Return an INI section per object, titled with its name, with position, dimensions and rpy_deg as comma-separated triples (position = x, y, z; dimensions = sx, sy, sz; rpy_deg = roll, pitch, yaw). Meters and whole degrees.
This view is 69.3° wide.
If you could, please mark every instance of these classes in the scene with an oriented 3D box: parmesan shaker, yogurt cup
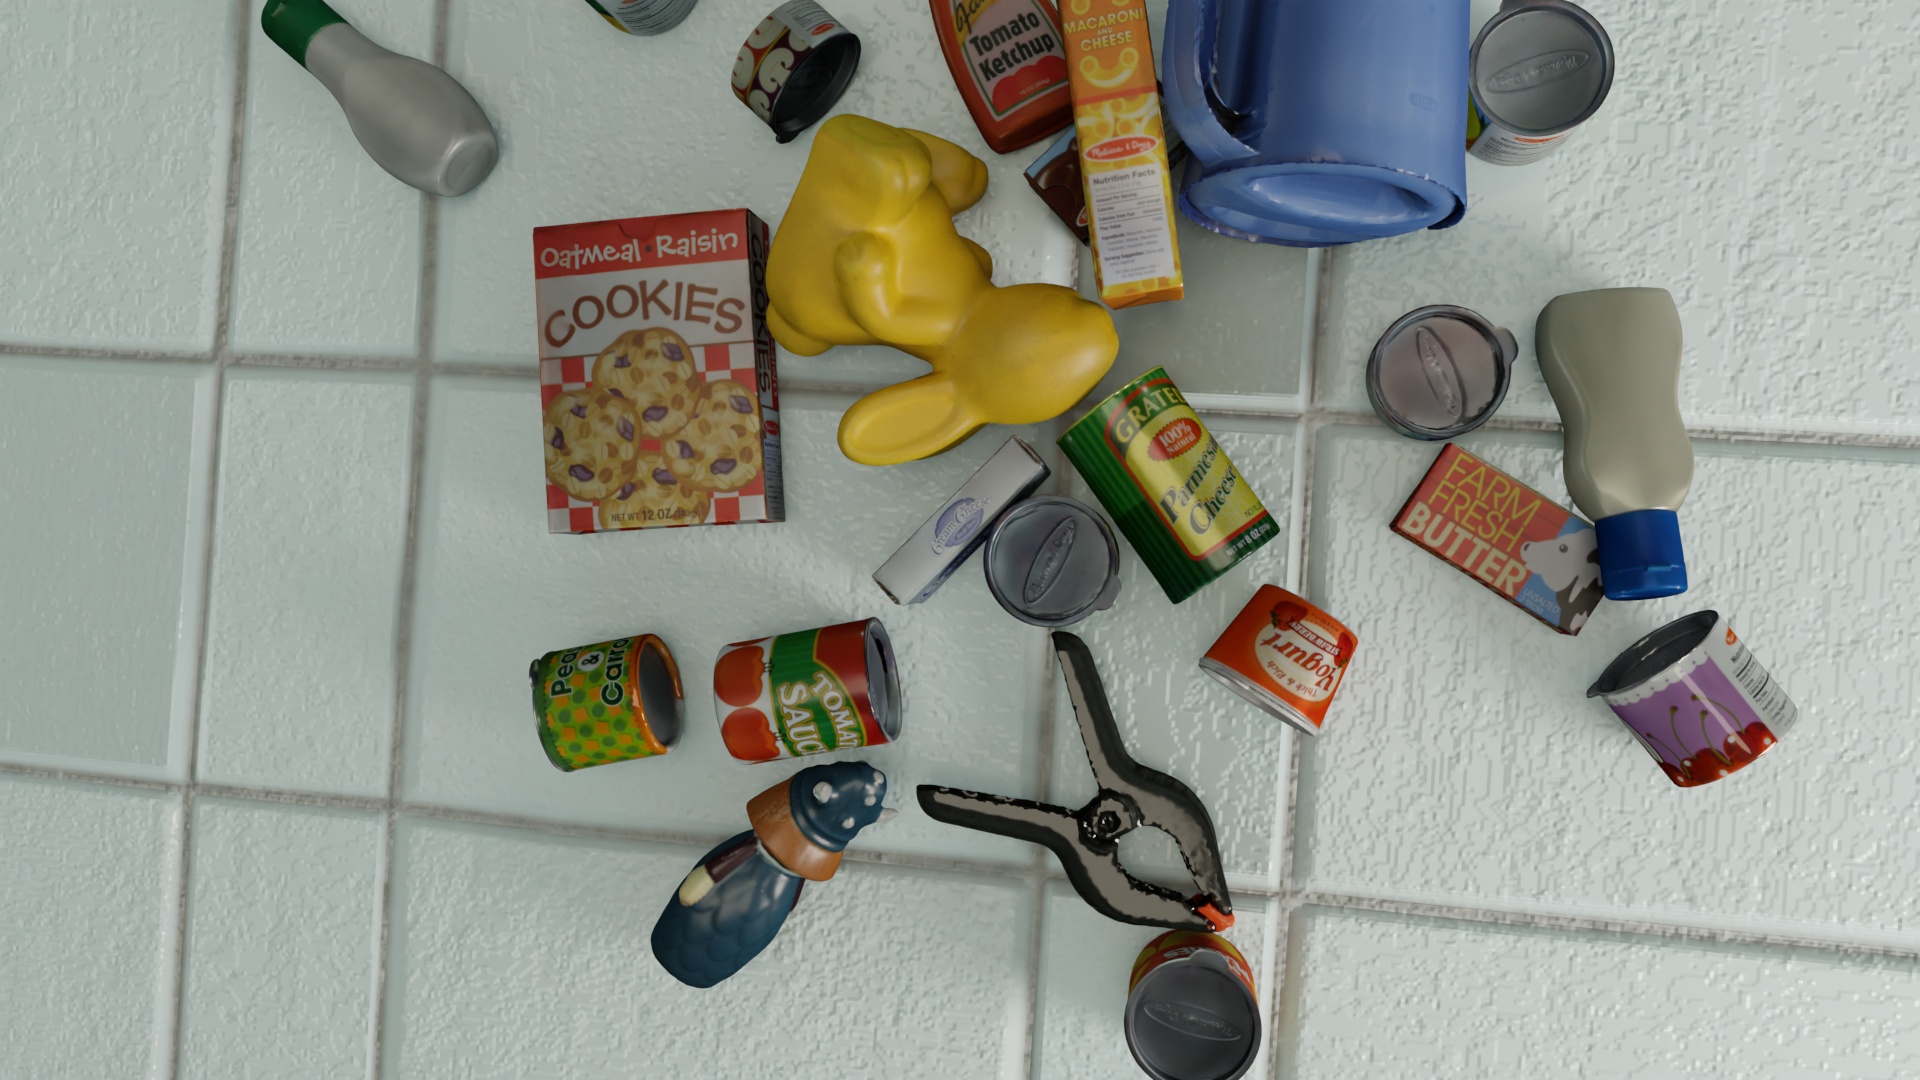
[parmesan shaker]
position = 0.107, -0.029, 0.702
dimensions = 0.071, 0.071, 0.103
rpy_deg = -36, 85, 7
[yogurt cup]
position = 0.161, 0.058, 0.693
dimensions = 0.072, 0.072, 0.054
rpy_deg = 32, 86, 8

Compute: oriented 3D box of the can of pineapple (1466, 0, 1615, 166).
[can of pineapple]
position = 0.277, -0.224, 0.681
dimensions = 0.071, 0.058, 0.071
rpy_deg = 0, 89, 8

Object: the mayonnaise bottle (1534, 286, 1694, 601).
[mayonnaise bottle]
position = 0.318, -0.046, 0.667
dimensions = 0.065, 0.041, 0.148
rpy_deg = -3, 78, 5

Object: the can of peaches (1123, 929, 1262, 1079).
[can of peaches]
position = 0.118, 0.233, 0.699
dimensions = 0.071, 0.058, 0.071
rpy_deg = 0, 89, 9

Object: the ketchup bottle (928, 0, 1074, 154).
[ketchup bottle]
position = 0.012, -0.282, 0.729
dimensions = 0.065, 0.043, 0.149
rpy_deg = -26, 85, 2

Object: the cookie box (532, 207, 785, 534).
[cookie box]
position = -0.164, -0.090, 0.755
dimensions = 0.123, 0.040, 0.167
rpy_deg = -4, 89, 9

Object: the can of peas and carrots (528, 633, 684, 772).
[can of peas and carrots]
position = -0.187, 0.085, 0.742
dimensions = 0.059, 0.071, 0.071
rpy_deg = -11, 88, 8

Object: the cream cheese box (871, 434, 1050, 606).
[cream cheese box]
position = 0.003, -0.009, 0.722
dimensions = 0.103, 0.053, 0.024
rpy_deg = -45, 82, 6

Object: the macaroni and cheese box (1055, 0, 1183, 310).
[macaroni and cheese box]
position = 0.073, -0.194, 0.643
dimensions = 0.040, 0.124, 0.166
rpy_deg = -8, 95, 10

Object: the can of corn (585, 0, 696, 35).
[can of corn]
position = -0.181, -0.317, 0.751
dimensions = 0.071, 0.058, 0.071
rpy_deg = 0, 90, 9

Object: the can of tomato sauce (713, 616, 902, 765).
[can of tomato sauce]
position = -0.079, 0.080, 0.725
dimensions = 0.083, 0.071, 0.071
rpy_deg = -11, 88, 9

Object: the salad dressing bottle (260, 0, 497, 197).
[salad dressing bottle]
position = -0.328, -0.255, 0.781
dimensions = 0.148, 0.044, 0.064
rpy_deg = 41, 97, 8

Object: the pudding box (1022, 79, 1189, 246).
[pudding box]
position = 0.079, -0.200, 0.725
dimensions = 0.083, 0.030, 0.049
rpy_deg = -43, 85, 6

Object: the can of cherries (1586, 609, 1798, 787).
[can of cherries]
position = 0.349, 0.077, 0.664
dimensions = 0.071, 0.071, 0.058
rpy_deg = -39, 85, 7

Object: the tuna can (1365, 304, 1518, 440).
[tuna can]
position = 0.241, -0.084, 0.697
dimensions = 0.071, 0.033, 0.071
rpy_deg = 0, 90, 9

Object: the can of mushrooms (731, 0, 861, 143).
[can of mushrooms]
position = -0.088, -0.248, 0.733
dimensions = 0.033, 0.071, 0.071
rpy_deg = 43, 96, 7

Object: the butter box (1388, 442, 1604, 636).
[butter box]
position = 0.274, -0.001, 0.696
dimensions = 0.103, 0.024, 0.053
rpy_deg = 32, 94, 7

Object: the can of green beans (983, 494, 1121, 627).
[can of green beans]
position = 0.048, 0.010, 0.713
dimensions = 0.071, 0.058, 0.071
rpy_deg = 0, 89, 9
